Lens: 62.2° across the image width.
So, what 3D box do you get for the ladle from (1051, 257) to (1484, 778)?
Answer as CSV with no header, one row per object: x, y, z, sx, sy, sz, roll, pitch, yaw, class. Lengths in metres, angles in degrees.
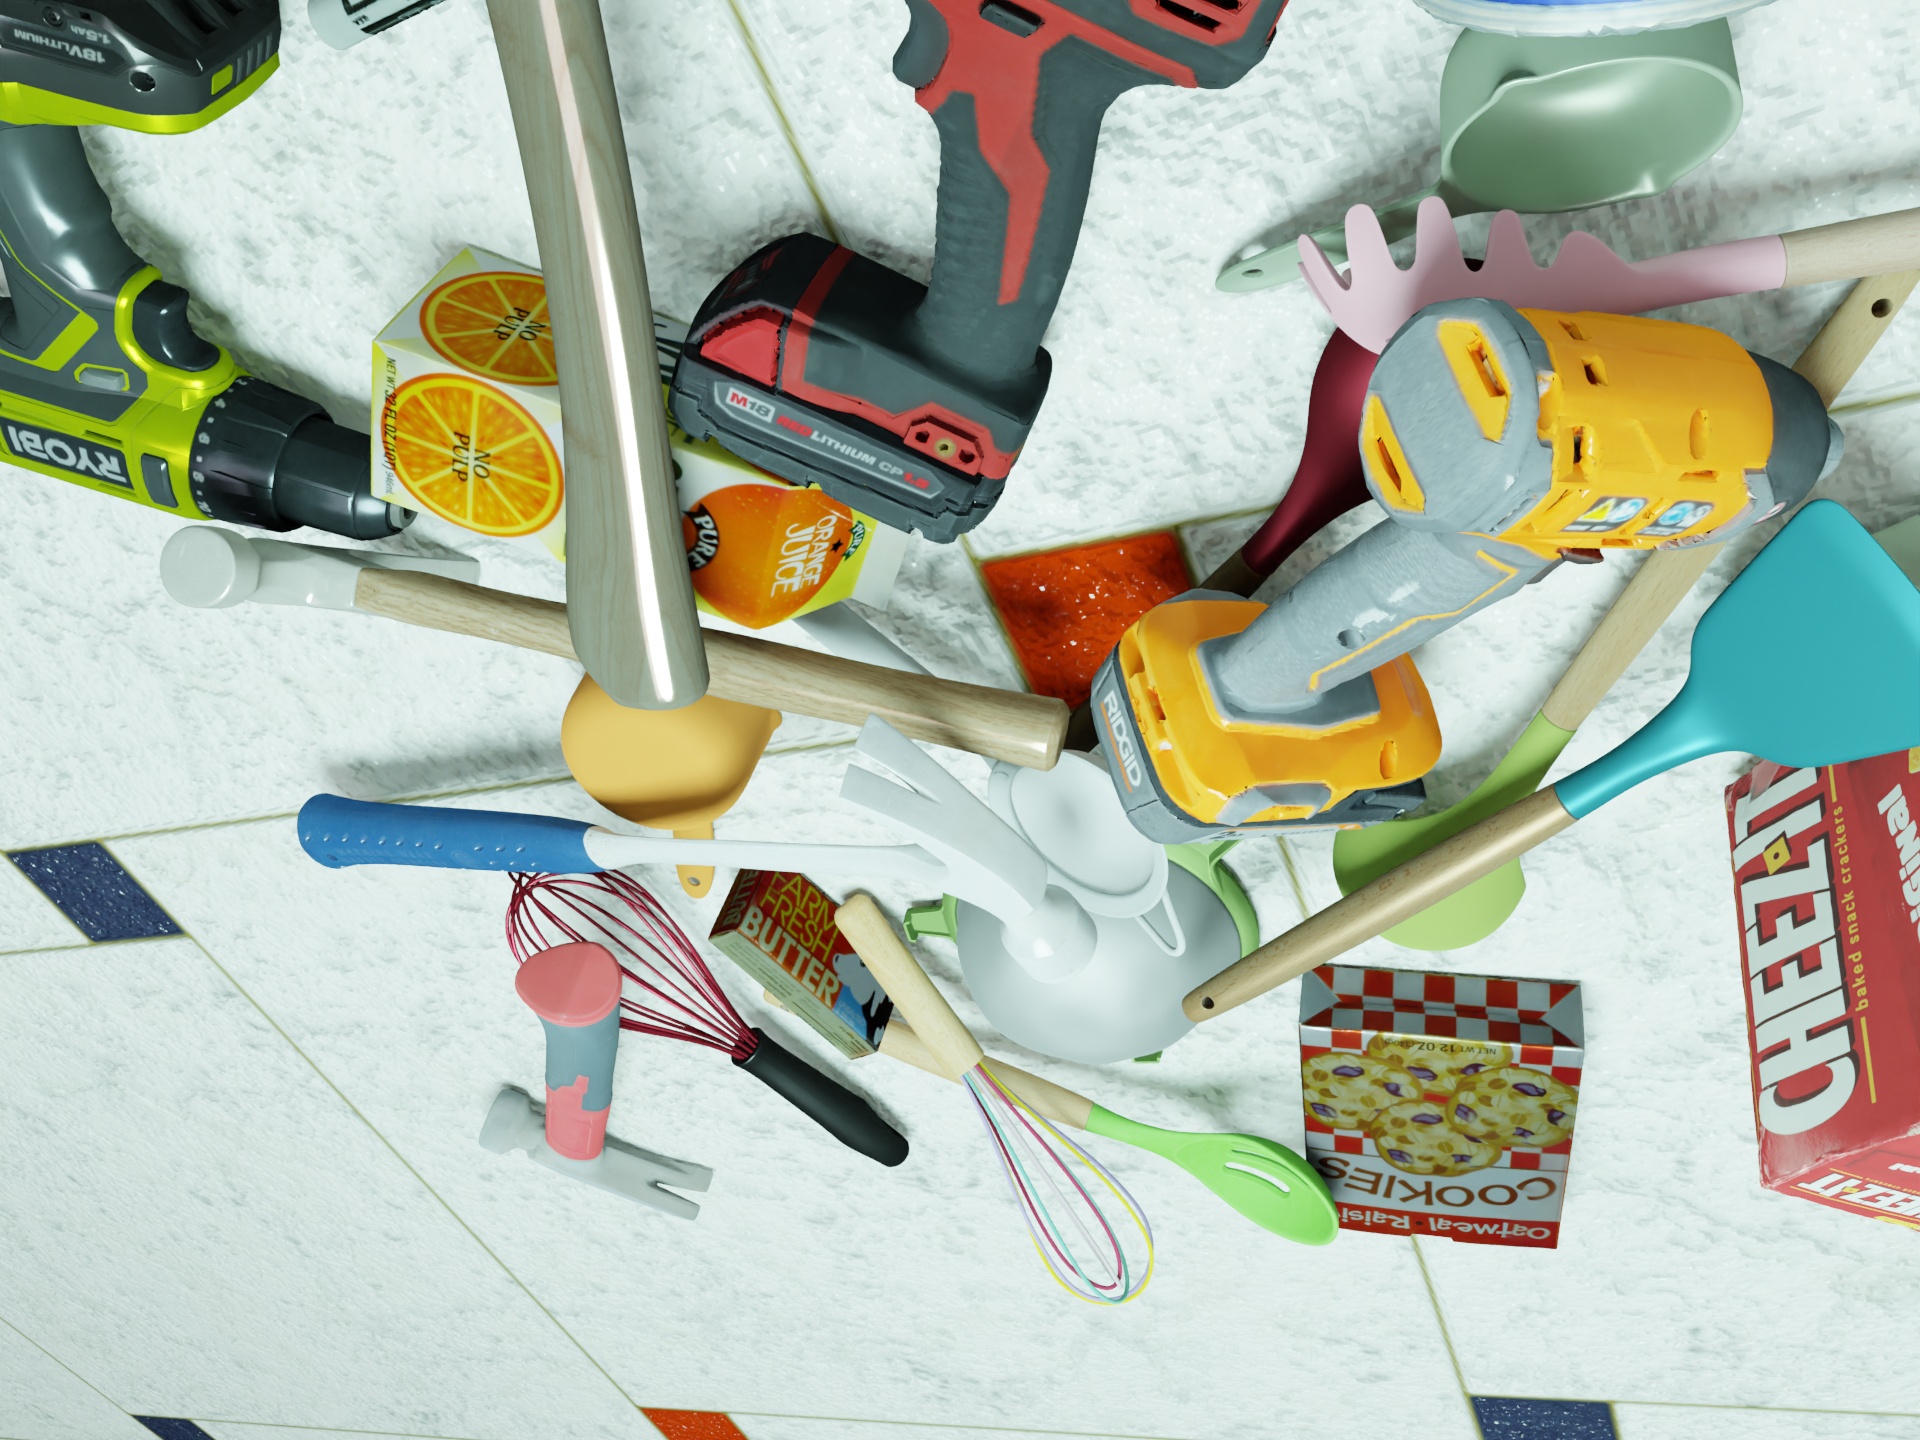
0.096,-0.047,0.602,0.069,0.031,0.315,30,135,-12,ladle

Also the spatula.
0.192,0.042,0.571,0.317,0.044,0.082,-39,78,35,spatula

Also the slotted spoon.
0.042,0.191,0.813,0.314,0.031,0.070,19,139,12,slotted spoon

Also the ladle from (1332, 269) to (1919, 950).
0.230,-0.027,0.575,0.078,0.062,0.320,23,127,-2,ladle

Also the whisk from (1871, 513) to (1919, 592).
0.350,-0.074,0.487,0.246,0.059,0.058,-29,82,40,whisk

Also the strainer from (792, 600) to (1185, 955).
-0.001,-0.002,0.645,0.258,0.050,0.087,38,144,-2,strainer

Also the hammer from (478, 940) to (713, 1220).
-0.185,0.196,0.831,0.143,0.038,0.386,22,152,-4,hammer

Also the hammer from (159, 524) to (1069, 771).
-0.121,-0.028,0.614,0.331,0.130,0.031,12,95,9,hammer

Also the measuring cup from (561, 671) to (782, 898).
-0.134,0.039,0.731,0.095,0.052,0.173,11,132,8,measuring cup

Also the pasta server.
0.257,-0.141,0.445,0.316,0.060,0.040,-7,85,12,pasta server

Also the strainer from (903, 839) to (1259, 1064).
0.084,0.087,0.697,0.151,0.069,0.256,30,135,-11,strainer

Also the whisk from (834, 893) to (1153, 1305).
0.013,0.190,0.784,0.047,0.051,0.245,-34,93,37,whisk

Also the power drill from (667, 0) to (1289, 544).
-0.022,-0.183,0.479,0.188,0.080,0.226,24,131,-5,power drill

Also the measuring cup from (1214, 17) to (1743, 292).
0.140,-0.168,0.467,0.083,0.038,0.167,9,167,-40,measuring cup

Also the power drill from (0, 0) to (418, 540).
-0.296,-0.167,0.578,0.190,0.080,0.228,17,137,2,power drill

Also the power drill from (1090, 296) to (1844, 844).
0.158,-0.041,0.510,0.164,0.084,0.226,-2,153,-28,power drill

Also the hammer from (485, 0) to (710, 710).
-0.108,-0.187,0.448,0.146,0.038,0.410,11,123,26,hammer

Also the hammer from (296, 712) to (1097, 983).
-0.148,0.051,0.681,0.405,0.035,0.143,0,146,33,hammer

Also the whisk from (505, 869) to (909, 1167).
-0.127,0.164,0.842,0.073,0.073,0.295,-24,127,33,whisk
